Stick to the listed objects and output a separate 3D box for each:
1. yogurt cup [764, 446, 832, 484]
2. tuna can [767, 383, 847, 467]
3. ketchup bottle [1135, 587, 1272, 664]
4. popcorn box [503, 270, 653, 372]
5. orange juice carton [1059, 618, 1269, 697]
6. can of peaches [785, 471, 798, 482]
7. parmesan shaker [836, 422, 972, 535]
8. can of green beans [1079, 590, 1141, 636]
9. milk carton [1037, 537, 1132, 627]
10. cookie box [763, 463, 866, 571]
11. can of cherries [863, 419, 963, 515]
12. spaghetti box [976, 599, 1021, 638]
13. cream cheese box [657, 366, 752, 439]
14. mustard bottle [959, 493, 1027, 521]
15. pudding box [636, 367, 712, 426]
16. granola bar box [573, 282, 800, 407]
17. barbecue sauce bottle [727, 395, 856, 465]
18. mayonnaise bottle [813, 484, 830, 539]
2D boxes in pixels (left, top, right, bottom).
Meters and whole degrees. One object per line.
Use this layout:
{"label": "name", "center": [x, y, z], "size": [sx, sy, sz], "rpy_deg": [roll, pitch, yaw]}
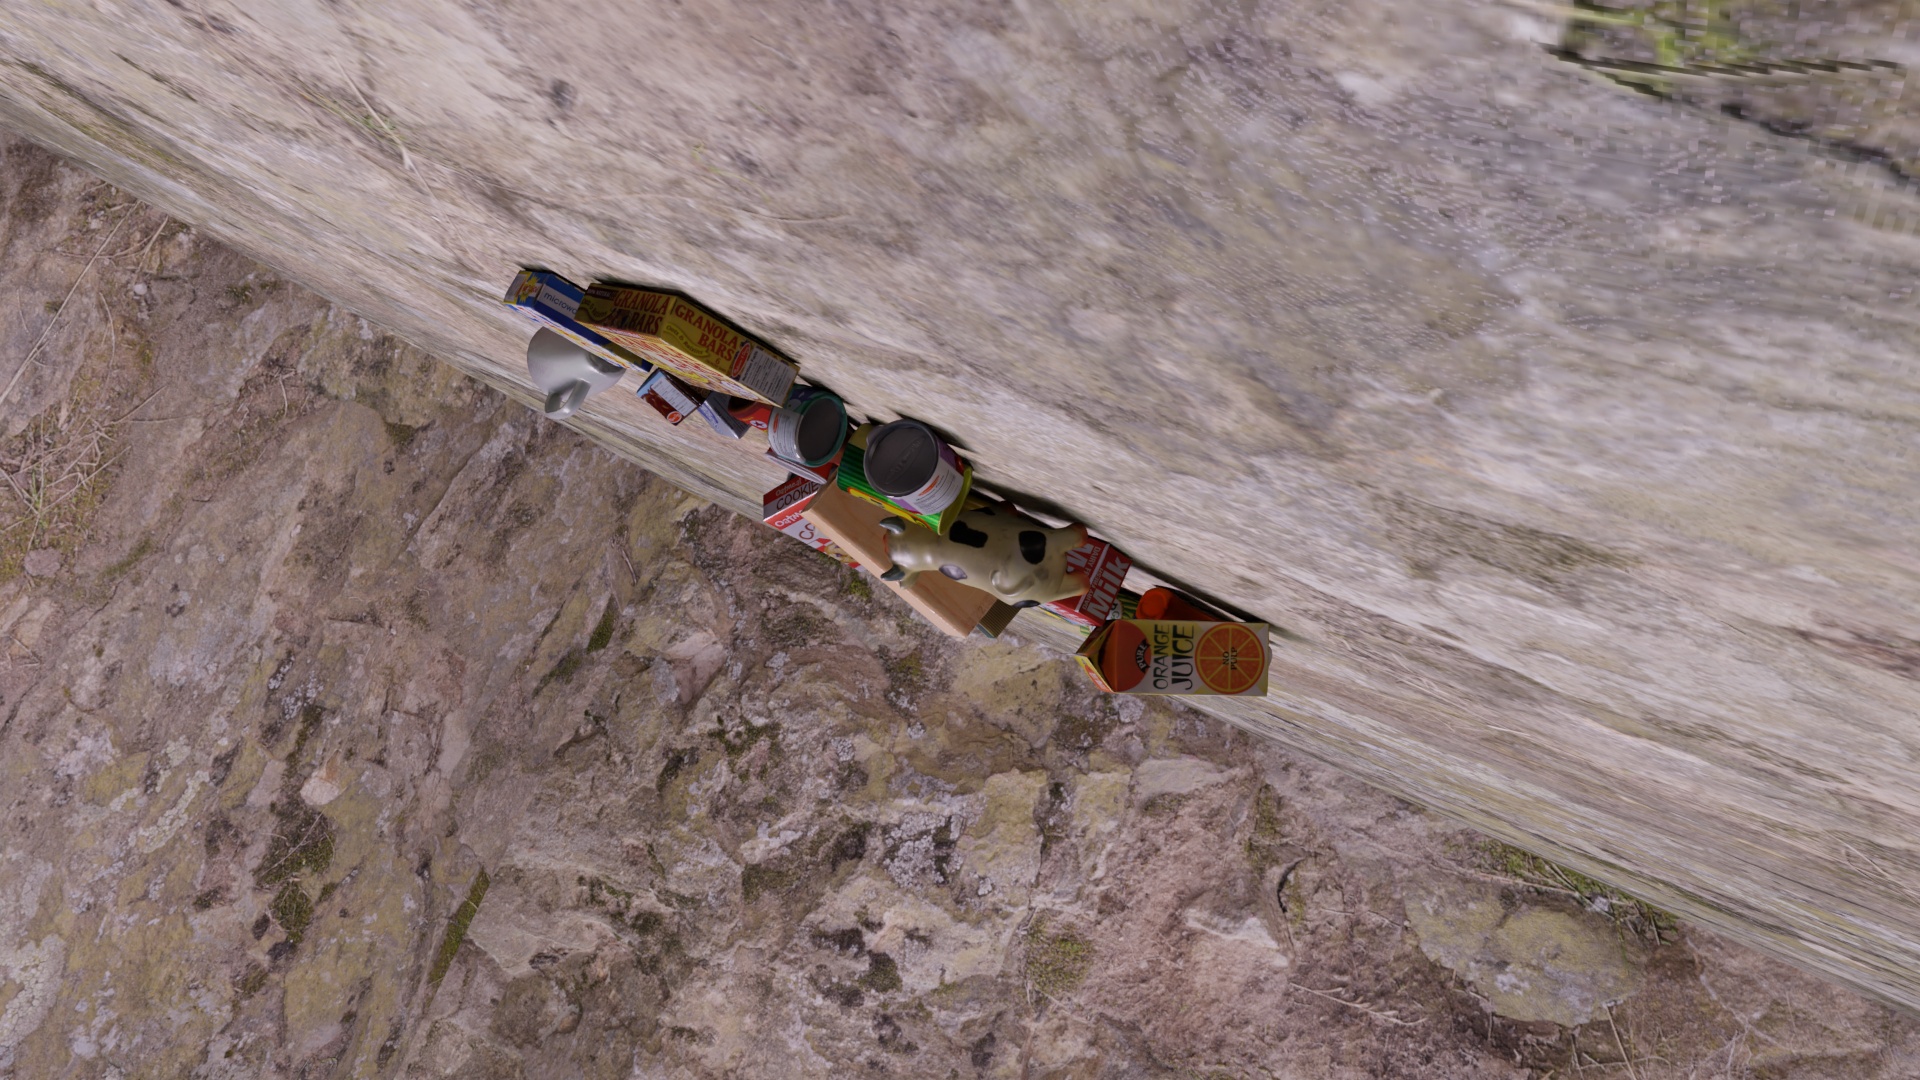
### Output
{"label": "yogurt cup", "center": [-0.153, -0.093, 1.382], "size": [0.072, 0.054, 0.072], "rpy_deg": [25, 174, 3]}
{"label": "tuna can", "center": [-0.127, -0.098, 1.178], "size": [0.033, 0.071, 0.071], "rpy_deg": [20, 173, 33]}
{"label": "ketchup bottle", "center": [0.257, 0.097, 1.444], "size": [0.149, 0.043, 0.065], "rpy_deg": [27, 175, -21]}
{"label": "popcorn box", "center": [-0.346, -0.202, 1.279], "size": [0.126, 0.038, 0.085], "rpy_deg": [29, 173, -36]}
{"label": "orange juice carton", "center": [0.196, 0.113, 1.351], "size": [0.193, 0.073, 0.071], "rpy_deg": [2, 176, -6]}
{"label": "can of peaches", "center": [-0.165, -0.065, 1.655], "size": [0.071, 0.071, 0.058], "rpy_deg": [19, 171, 47]}
{"label": "parmesan shaker", "center": [-0.049, -0.056, 1.227], "size": [0.103, 0.071, 0.071], "rpy_deg": [24, 174, 12]}
{"label": "can of green beans", "center": [0.177, 0.089, 1.599], "size": [0.058, 0.071, 0.071], "rpy_deg": [23, 174, 22]}
{"label": "milk carton", "center": [0.111, 0.038, 1.367], "size": [0.073, 0.072, 0.190], "rpy_deg": [25, 174, -5]}
{"label": "cookie box", "center": [-0.128, -0.031, 1.615], "size": [0.122, 0.040, 0.167], "rpy_deg": [-26, 143, 30]}
{"label": "can of cherries", "center": [-0.039, -0.061, 1.136], "size": [0.071, 0.071, 0.058], "rpy_deg": [22, 174, 26]}
{"label": "spaghetti box", "center": [-0.038, 0.008, 1.507], "size": [0.250, 0.050, 0.028], "rpy_deg": [43, 167, -9]}
{"label": "cream cheese box", "center": [-0.245, -0.142, 1.321], "size": [0.053, 0.024, 0.103], "rpy_deg": [16, 151, 54]}
{"label": "mustard bottle", "center": [0.005, -0.017, 1.376], "size": [0.160, 0.065, 0.049], "rpy_deg": [30, -168, -3]}
{"label": "pudding box", "center": [-0.260, -0.139, 1.268], "size": [0.049, 0.030, 0.083], "rpy_deg": [41, 155, -15]}
{"label": "granola bar box", "center": [-0.224, -0.161, 1.129], "size": [0.124, 0.039, 0.165], "rpy_deg": [28, 174, -39]}
{"label": "barbecue sauce bottle", "center": [-0.135, -0.102, 1.262], "size": [0.148, 0.044, 0.064], "rpy_deg": [28, 158, -34]}
{"label": "mayonnaise bottle", "center": [-0.087, -0.028, 1.541], "size": [0.148, 0.041, 0.064], "rpy_deg": [4, 134, -13]}
